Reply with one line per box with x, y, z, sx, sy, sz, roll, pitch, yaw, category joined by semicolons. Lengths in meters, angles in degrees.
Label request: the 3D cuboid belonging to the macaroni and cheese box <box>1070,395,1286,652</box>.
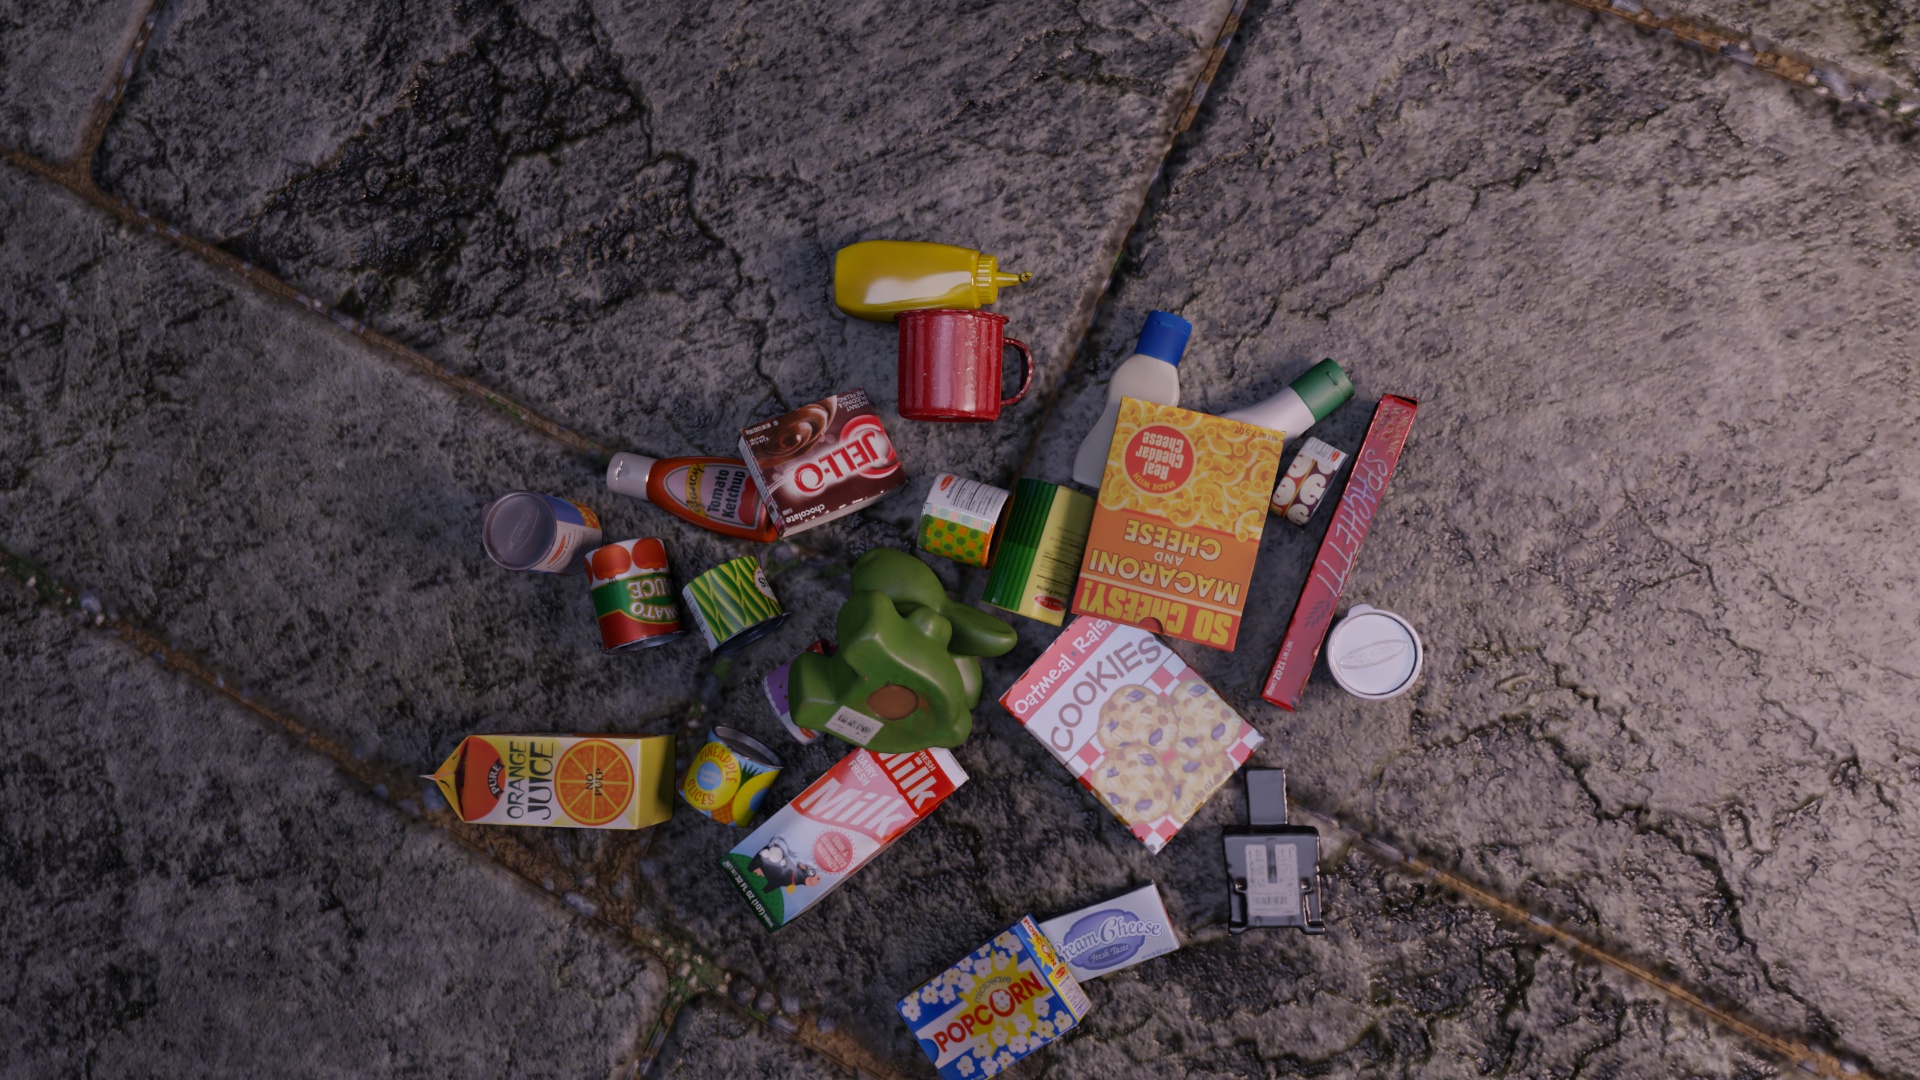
0.160;-0.013;1.031;0.124;0.040;0.166;13;91;10;macaroni and cheese box

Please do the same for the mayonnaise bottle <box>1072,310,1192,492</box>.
0.140;-0.106;1.089;0.065;0.041;0.148;21;88;11;mayonnaise bottle

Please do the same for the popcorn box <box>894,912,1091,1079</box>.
0.025;0.354;1.058;0.126;0.038;0.085;-39;79;21;popcorn box

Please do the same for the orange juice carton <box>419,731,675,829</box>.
-0.339;0.195;1.143;0.193;0.072;0.073;0;85;11;orange juice carton

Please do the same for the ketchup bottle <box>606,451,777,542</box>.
-0.219;-0.042;1.154;0.149;0.043;0.065;12;81;13;ketchup bottle

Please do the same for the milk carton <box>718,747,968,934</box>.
-0.087;0.217;1.089;0.190;0.073;0.072;-39;79;6;milk carton

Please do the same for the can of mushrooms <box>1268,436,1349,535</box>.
0.260;-0.041;1.046;0.033;0.071;0.071;30;92;13;can of mushrooms

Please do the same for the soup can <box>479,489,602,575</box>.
-0.349;-0.007;1.156;0.071;0.084;0.071;-1;85;11;soup can

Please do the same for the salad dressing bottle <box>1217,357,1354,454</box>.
0.232;-0.083;1.067;0.147;0.044;0.064;-36;80;5;salad dressing bottle

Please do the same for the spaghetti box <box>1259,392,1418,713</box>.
0.284;0.009;1.045;0.029;0.050;0.250;22;89;11;spaghetti box

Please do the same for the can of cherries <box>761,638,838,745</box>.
-0.117;0.118;1.109;0.058;0.071;0.071;-35;80;7;can of cherries

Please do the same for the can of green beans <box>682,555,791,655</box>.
-0.184;0.053;1.127;0.071;0.071;0.058;-30;80;8;can of green beans

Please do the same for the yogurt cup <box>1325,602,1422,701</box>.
0.305;0.084;1.032;0.072;0.054;0.072;-1;85;11;yogurt cup

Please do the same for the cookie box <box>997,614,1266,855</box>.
0.131;0.137;1.070;0.167;0.040;0.123;44;94;11;cookie box

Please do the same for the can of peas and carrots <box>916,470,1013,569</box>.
0.004;-0.014;1.097;0.059;0.071;0.071;17;89;12;can of peas and carrots

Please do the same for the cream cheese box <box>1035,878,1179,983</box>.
0.110;0.303;1.067;0.104;0.024;0.053;-22;80;9;cream cheese box

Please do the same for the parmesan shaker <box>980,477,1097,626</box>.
0.064;0.009;1.083;0.071;0.071;0.103;17;88;12;parmesan shaker

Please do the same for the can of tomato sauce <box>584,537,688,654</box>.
-0.267;0.045;1.144;0.071;0.071;0.083;-17;82;10;can of tomato sauce

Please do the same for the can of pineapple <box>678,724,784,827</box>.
-0.185;0.189;1.113;0.071;0.071;0.058;30;92;12;can of pineapple

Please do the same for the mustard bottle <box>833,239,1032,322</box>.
-0.021;-0.210;1.126;0.160;0.049;0.065;2;85;11;mustard bottle
